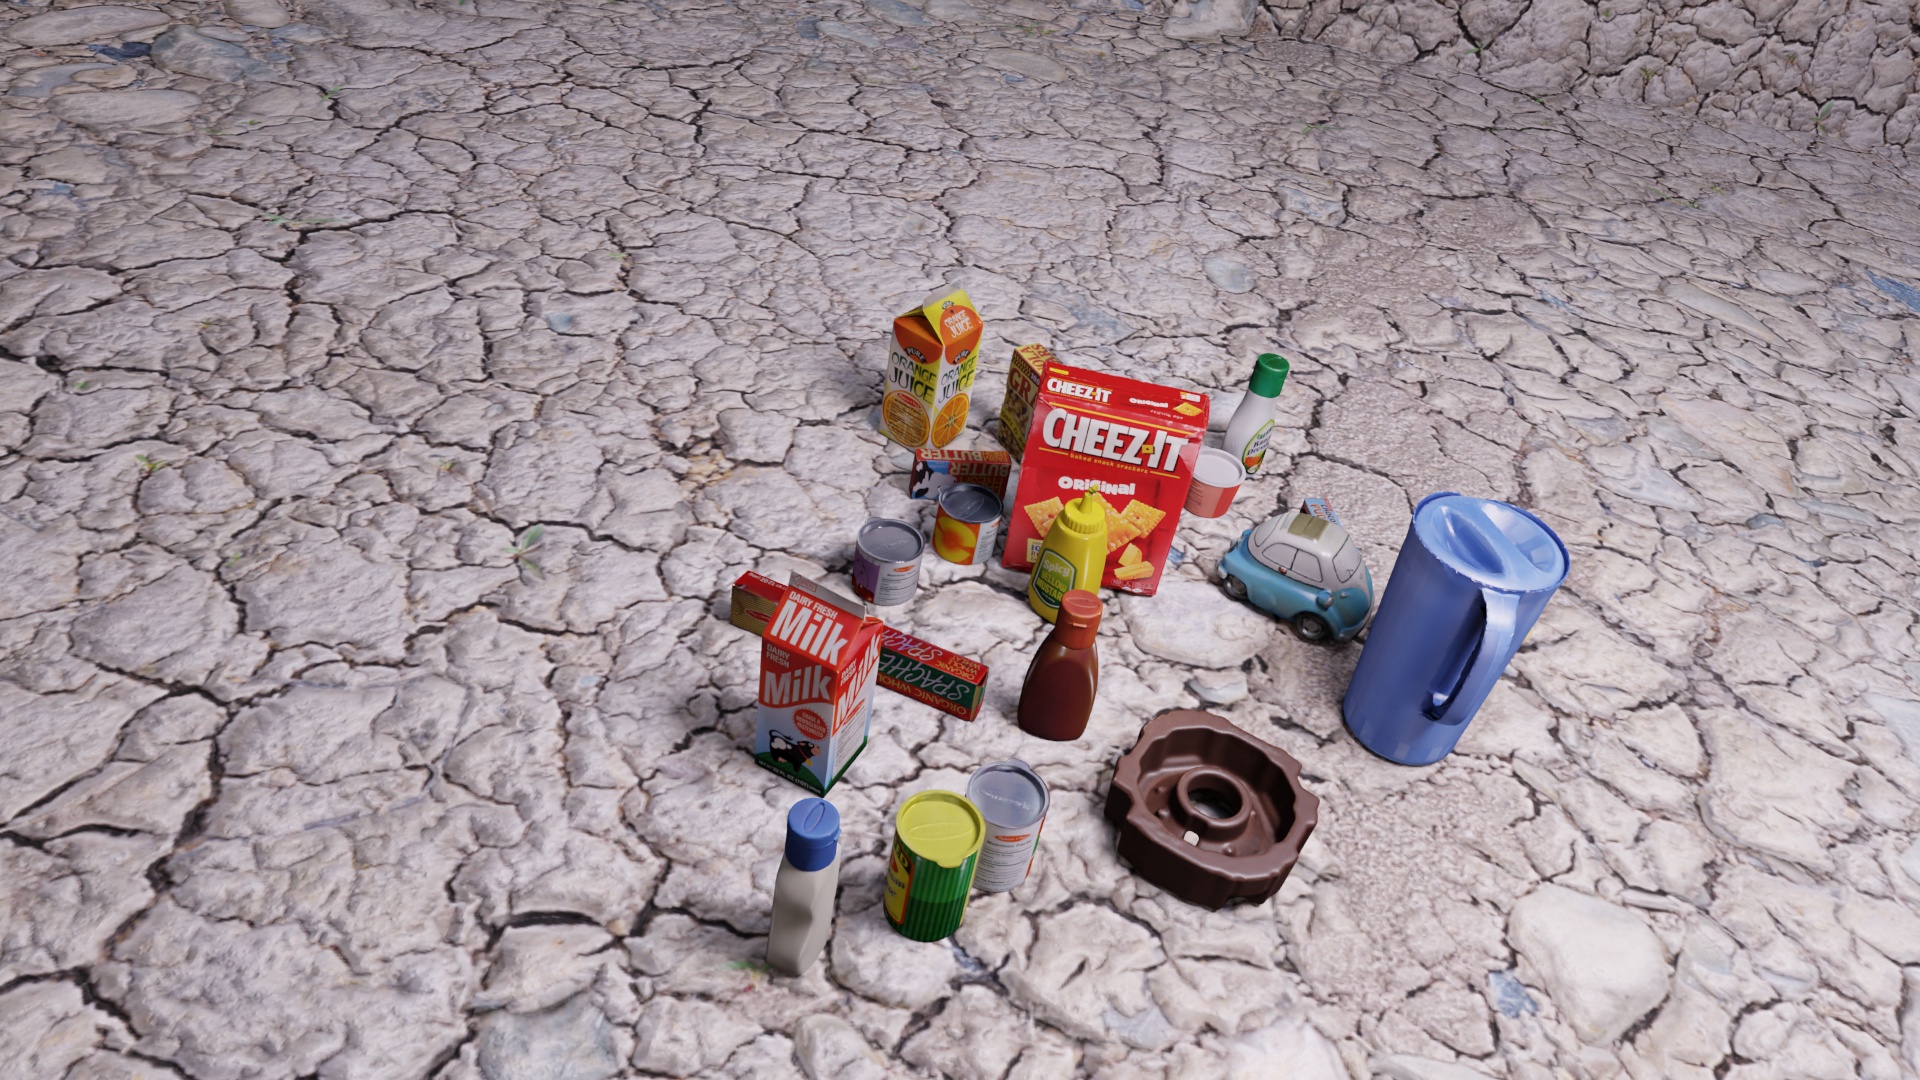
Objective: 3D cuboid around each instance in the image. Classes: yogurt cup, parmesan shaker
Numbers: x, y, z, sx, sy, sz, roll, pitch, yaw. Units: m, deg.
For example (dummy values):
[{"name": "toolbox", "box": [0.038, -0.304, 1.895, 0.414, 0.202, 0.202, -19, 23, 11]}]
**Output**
[{"name": "yogurt cup", "box": [0.275, -0.061, 1.533, 0.072, 0.053, 0.073, 6, 39, -5]}, {"name": "parmesan shaker", "box": [-0.021, 0.248, 1.045, 0.071, 0.102, 0.072, 6, 39, -5]}]

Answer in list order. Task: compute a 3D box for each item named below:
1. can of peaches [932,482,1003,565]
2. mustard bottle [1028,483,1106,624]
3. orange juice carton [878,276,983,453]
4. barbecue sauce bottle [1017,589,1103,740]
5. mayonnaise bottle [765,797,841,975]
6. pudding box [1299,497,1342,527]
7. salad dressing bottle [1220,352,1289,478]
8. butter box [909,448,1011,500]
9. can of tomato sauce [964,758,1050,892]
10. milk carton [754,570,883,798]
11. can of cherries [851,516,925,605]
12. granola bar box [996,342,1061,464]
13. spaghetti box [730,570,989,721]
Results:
[{"name": "can of peaches", "box": [0.005, -0.018, 1.414, 0.071, 0.057, 0.071, 6, 39, -5]}, {"name": "mustard bottle", "box": [0.107, 0.009, 1.323, 0.065, 0.159, 0.049, 33, 44, 25]}, {"name": "orange juice carton", "box": [-0.031, -0.193, 1.514, 0.073, 0.191, 0.072, 31, 43, 24]}, {"name": "barbecue sauce bottle", "box": [0.092, 0.109, 1.206, 0.065, 0.147, 0.044, 11, 39, 0]}, {"name": "mayonnaise bottle", "box": [-0.111, 0.244, 0.993, 0.041, 0.147, 0.065, 18, 39, 9]}, {"name": "pudding box", "box": [0.388, -0.002, 1.490, 0.030, 0.049, 0.084, 3, 39, -10]}, {"name": "salad dressing bottle", "box": [0.333, -0.141, 1.570, 0.064, 0.146, 0.044, -25, 51, -36]}, {"name": "butter box", "box": [0.000, -0.070, 1.481, 0.103, 0.052, 0.024, 1, 40, -12]}, {"name": "can of tomato sauce", "box": [0.031, 0.226, 1.101, 0.071, 0.082, 0.071, 6, 39, -5]}, {"name": "milk carton", "box": [-0.115, 0.110, 1.124, 0.072, 0.189, 0.074, 24, 40, 16]}, {"name": "can of cherries", "box": [-0.072, 0.019, 1.350, 0.071, 0.058, 0.072, 6, 39, -5]}, {"name": "granola bar box", "box": [0.104, -0.118, 1.508, 0.039, 0.123, 0.166, -14, 45, -28]}, {"name": "spaghetti box", "box": [-0.093, 0.095, 1.259, 0.250, 0.049, 0.029, 21, 40, 13]}]
